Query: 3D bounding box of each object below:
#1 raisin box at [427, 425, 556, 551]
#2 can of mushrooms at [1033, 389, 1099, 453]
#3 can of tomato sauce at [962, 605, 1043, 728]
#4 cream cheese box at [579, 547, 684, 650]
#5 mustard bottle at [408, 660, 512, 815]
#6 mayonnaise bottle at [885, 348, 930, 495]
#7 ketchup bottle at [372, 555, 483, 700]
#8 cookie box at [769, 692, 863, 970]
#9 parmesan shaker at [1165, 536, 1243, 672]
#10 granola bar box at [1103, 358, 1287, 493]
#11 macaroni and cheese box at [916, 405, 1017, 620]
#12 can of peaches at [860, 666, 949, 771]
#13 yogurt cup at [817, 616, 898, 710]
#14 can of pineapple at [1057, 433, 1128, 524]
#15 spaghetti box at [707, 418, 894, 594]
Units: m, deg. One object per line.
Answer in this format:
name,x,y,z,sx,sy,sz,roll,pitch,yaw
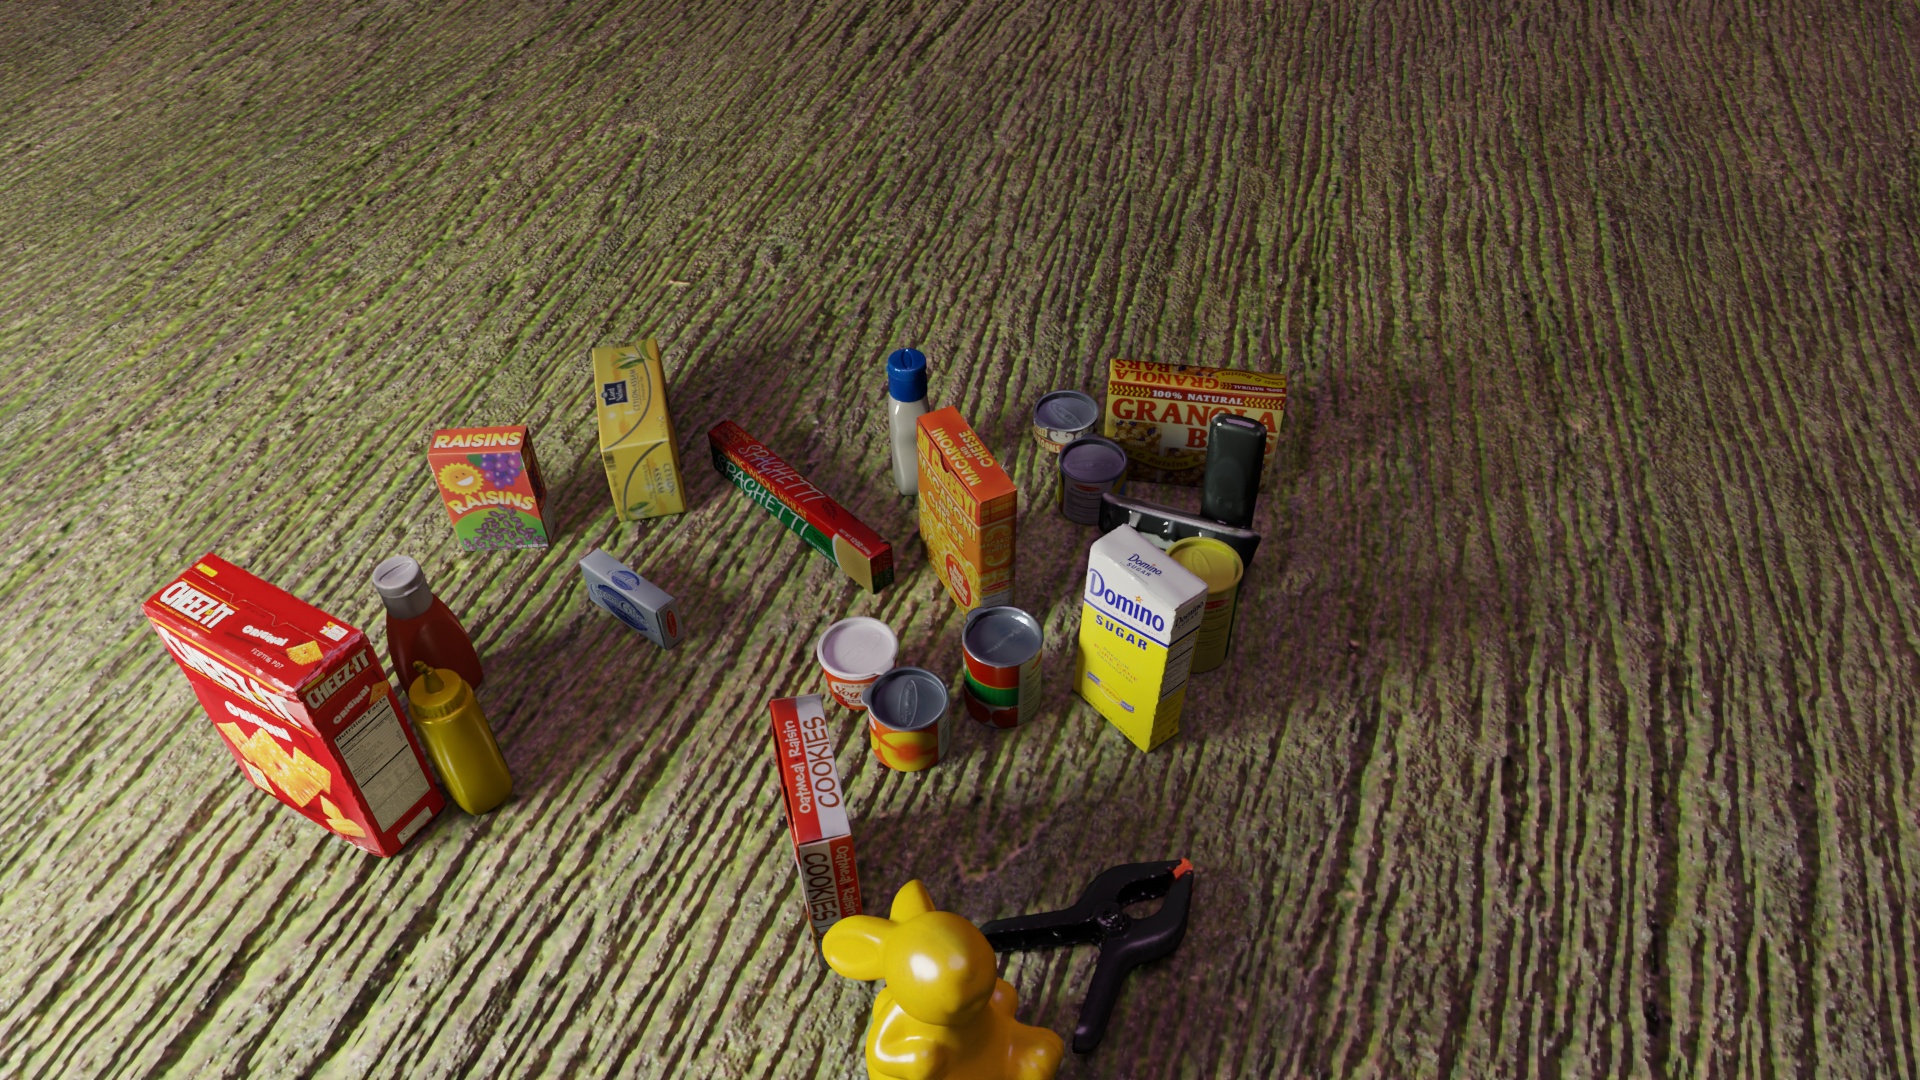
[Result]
raisin box,-0.432,-0.048,1.286,0.086,0.122,0.040,-2,45,-1
can of mushrooms,0.105,-0.120,1.412,0.071,0.033,0.071,0,45,1
can of tomato sauce,0.033,0.105,1.153,0.071,0.082,0.071,-1,45,1
cream cheese box,-0.292,0.052,1.233,0.104,0.053,0.024,29,52,27
mustard bottle,-0.389,0.145,1.066,0.049,0.159,0.065,-32,53,-27
mayonnaise bottle,-0.048,-0.115,1.329,0.041,0.147,0.065,-6,45,-5
ketchup bottle,-0.442,0.076,1.144,0.043,0.148,0.065,33,54,29
cookie box,-0.102,0.209,0.992,0.040,0.166,0.123,-11,46,-9
parmesan shaker,0.199,0.056,1.185,0.071,0.102,0.072,-1,45,1
granola bar box,0.222,-0.109,1.335,0.165,0.123,0.039,6,45,7
macaroni and cheese box,0.004,-0.015,1.215,0.040,0.165,0.124,-20,48,-18
can of peaches,-0.044,0.146,1.131,0.071,0.057,0.071,0,45,1
yogurt cup,-0.085,0.106,1.175,0.072,0.053,0.073,0,45,1
can of pineapple,0.126,-0.058,1.333,0.071,0.057,0.071,0,45,1
spaghetti box,-0.155,-0.036,1.321,0.029,0.049,0.250,-34,54,-29
